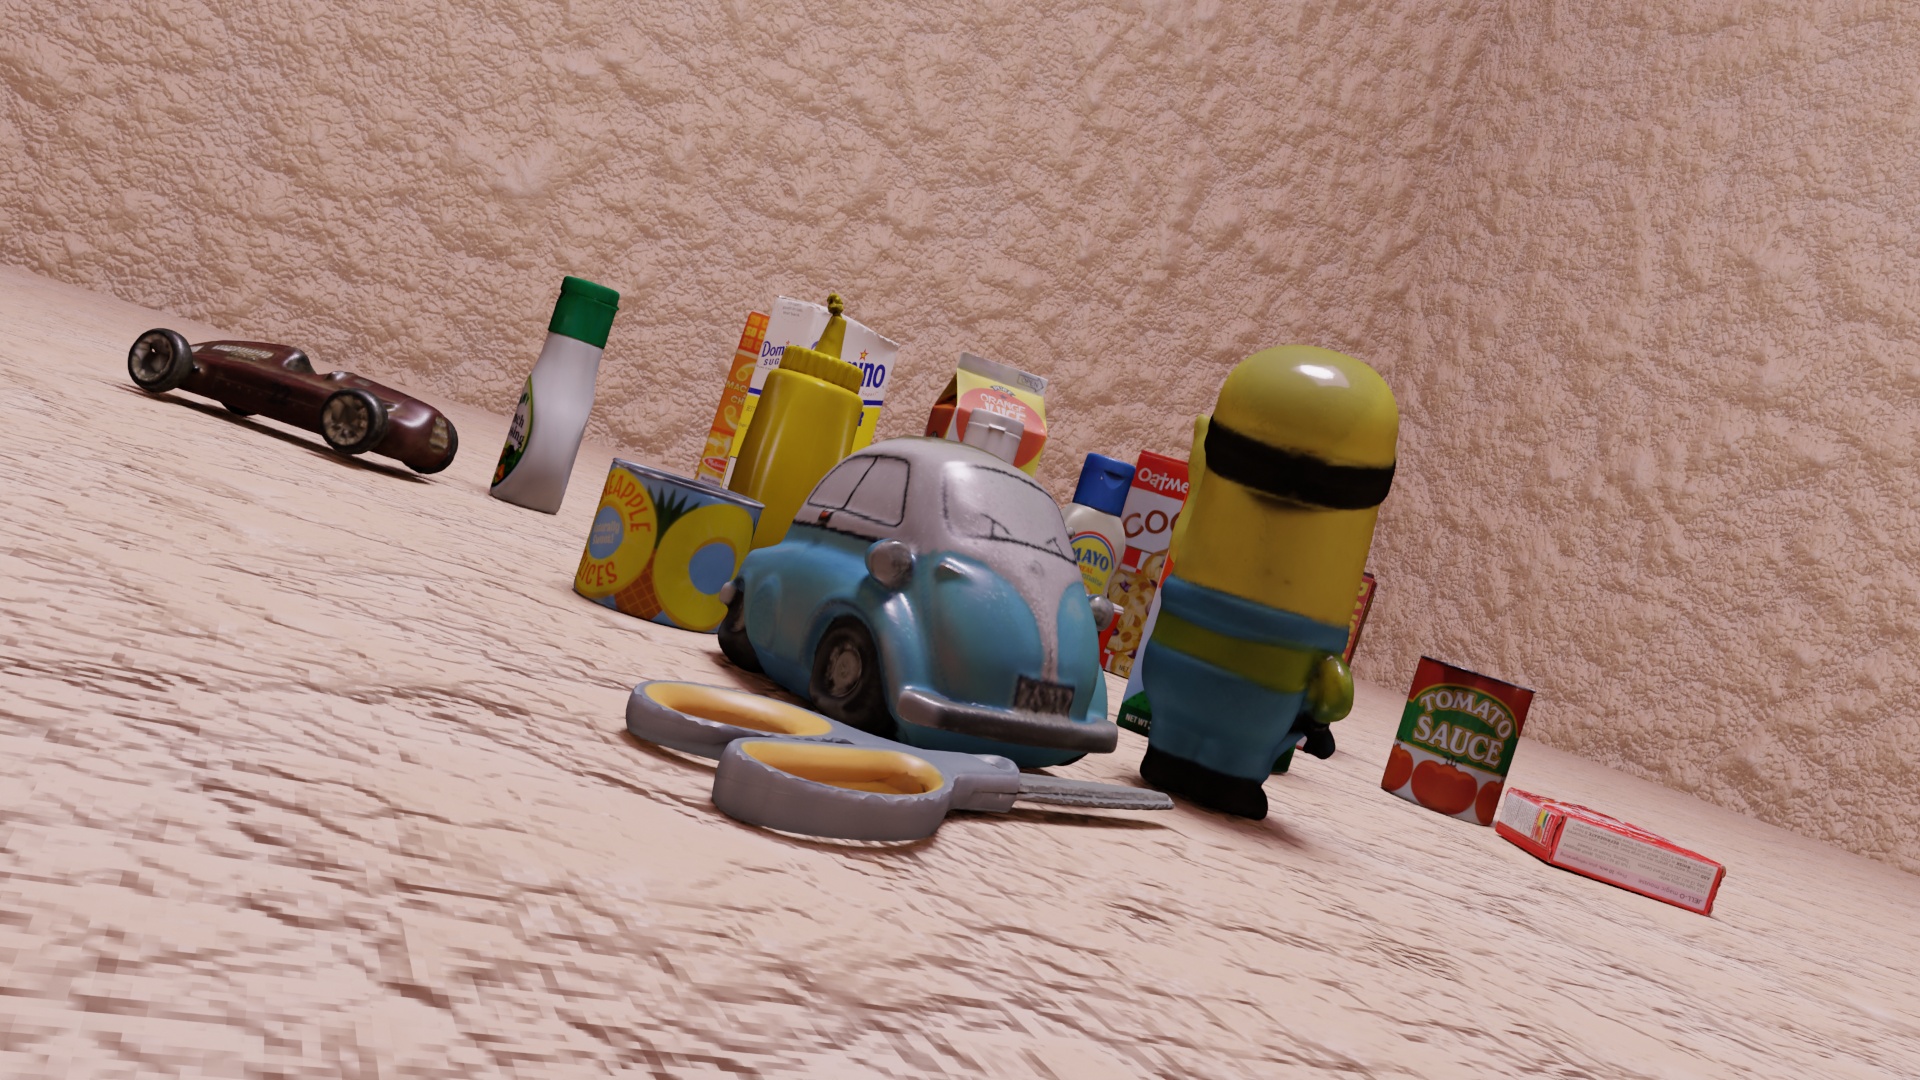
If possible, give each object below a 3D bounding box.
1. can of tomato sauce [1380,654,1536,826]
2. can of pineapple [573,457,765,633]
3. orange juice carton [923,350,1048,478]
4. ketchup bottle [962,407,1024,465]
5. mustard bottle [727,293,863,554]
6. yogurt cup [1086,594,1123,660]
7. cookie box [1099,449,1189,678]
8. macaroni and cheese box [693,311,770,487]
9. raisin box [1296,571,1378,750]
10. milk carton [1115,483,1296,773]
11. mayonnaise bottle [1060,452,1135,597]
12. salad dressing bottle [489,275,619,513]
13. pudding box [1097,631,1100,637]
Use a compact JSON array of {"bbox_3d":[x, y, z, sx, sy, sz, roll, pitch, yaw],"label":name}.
[{"bbox_3d":[0.289,0.116,0.811,0.071,0.083,0.071,18,1,0],"label":"can of tomato sauce"},{"bbox_3d":[-0.123,0.002,0.582,0.071,0.058,0.071,18,1,0],"label":"can of pineapple"},{"bbox_3d":[0.004,-0.036,1.006,0.072,0.192,0.073,18,0,-17],"label":"orange juice carton"},{"bbox_3d":[0.003,-0.011,0.911,0.065,0.148,0.043,18,0,-4],"label":"ketchup bottle"},{"bbox_3d":[-0.078,-0.039,0.652,0.049,0.160,0.065,18,0,-22],"label":"mustard bottle"},{"bbox_3d":[0.065,0.058,0.894,0.072,0.054,0.072,18,1,0],"label":"yogurt cup"},{"bbox_3d":[0.169,0.030,1.031,0.123,0.167,0.040,18,0,29],"label":"cookie box"},{"bbox_3d":[-0.146,-0.069,0.980,0.040,0.166,0.124,18,1,3],"label":"macaroni and cheese box"},{"bbox_3d":[0.244,0.078,0.937,0.040,0.123,0.086,18,0,18],"label":"raisin box"},{"bbox_3d":[0.153,0.018,0.718,0.072,0.190,0.073,18,0,35],"label":"milk carton"},{"bbox_3d":[0.084,0.013,0.975,0.065,0.148,0.041,18,0,-12],"label":"mayonnaise bottle"},{"bbox_3d":[-0.256,-0.093,0.883,0.044,0.147,0.064,18,0,-28],"label":"salad dressing bottle"},{"bbox_3d":[0.031,0.053,0.736,0.084,0.049,0.030,17,1,-35],"label":"pudding box"}]
